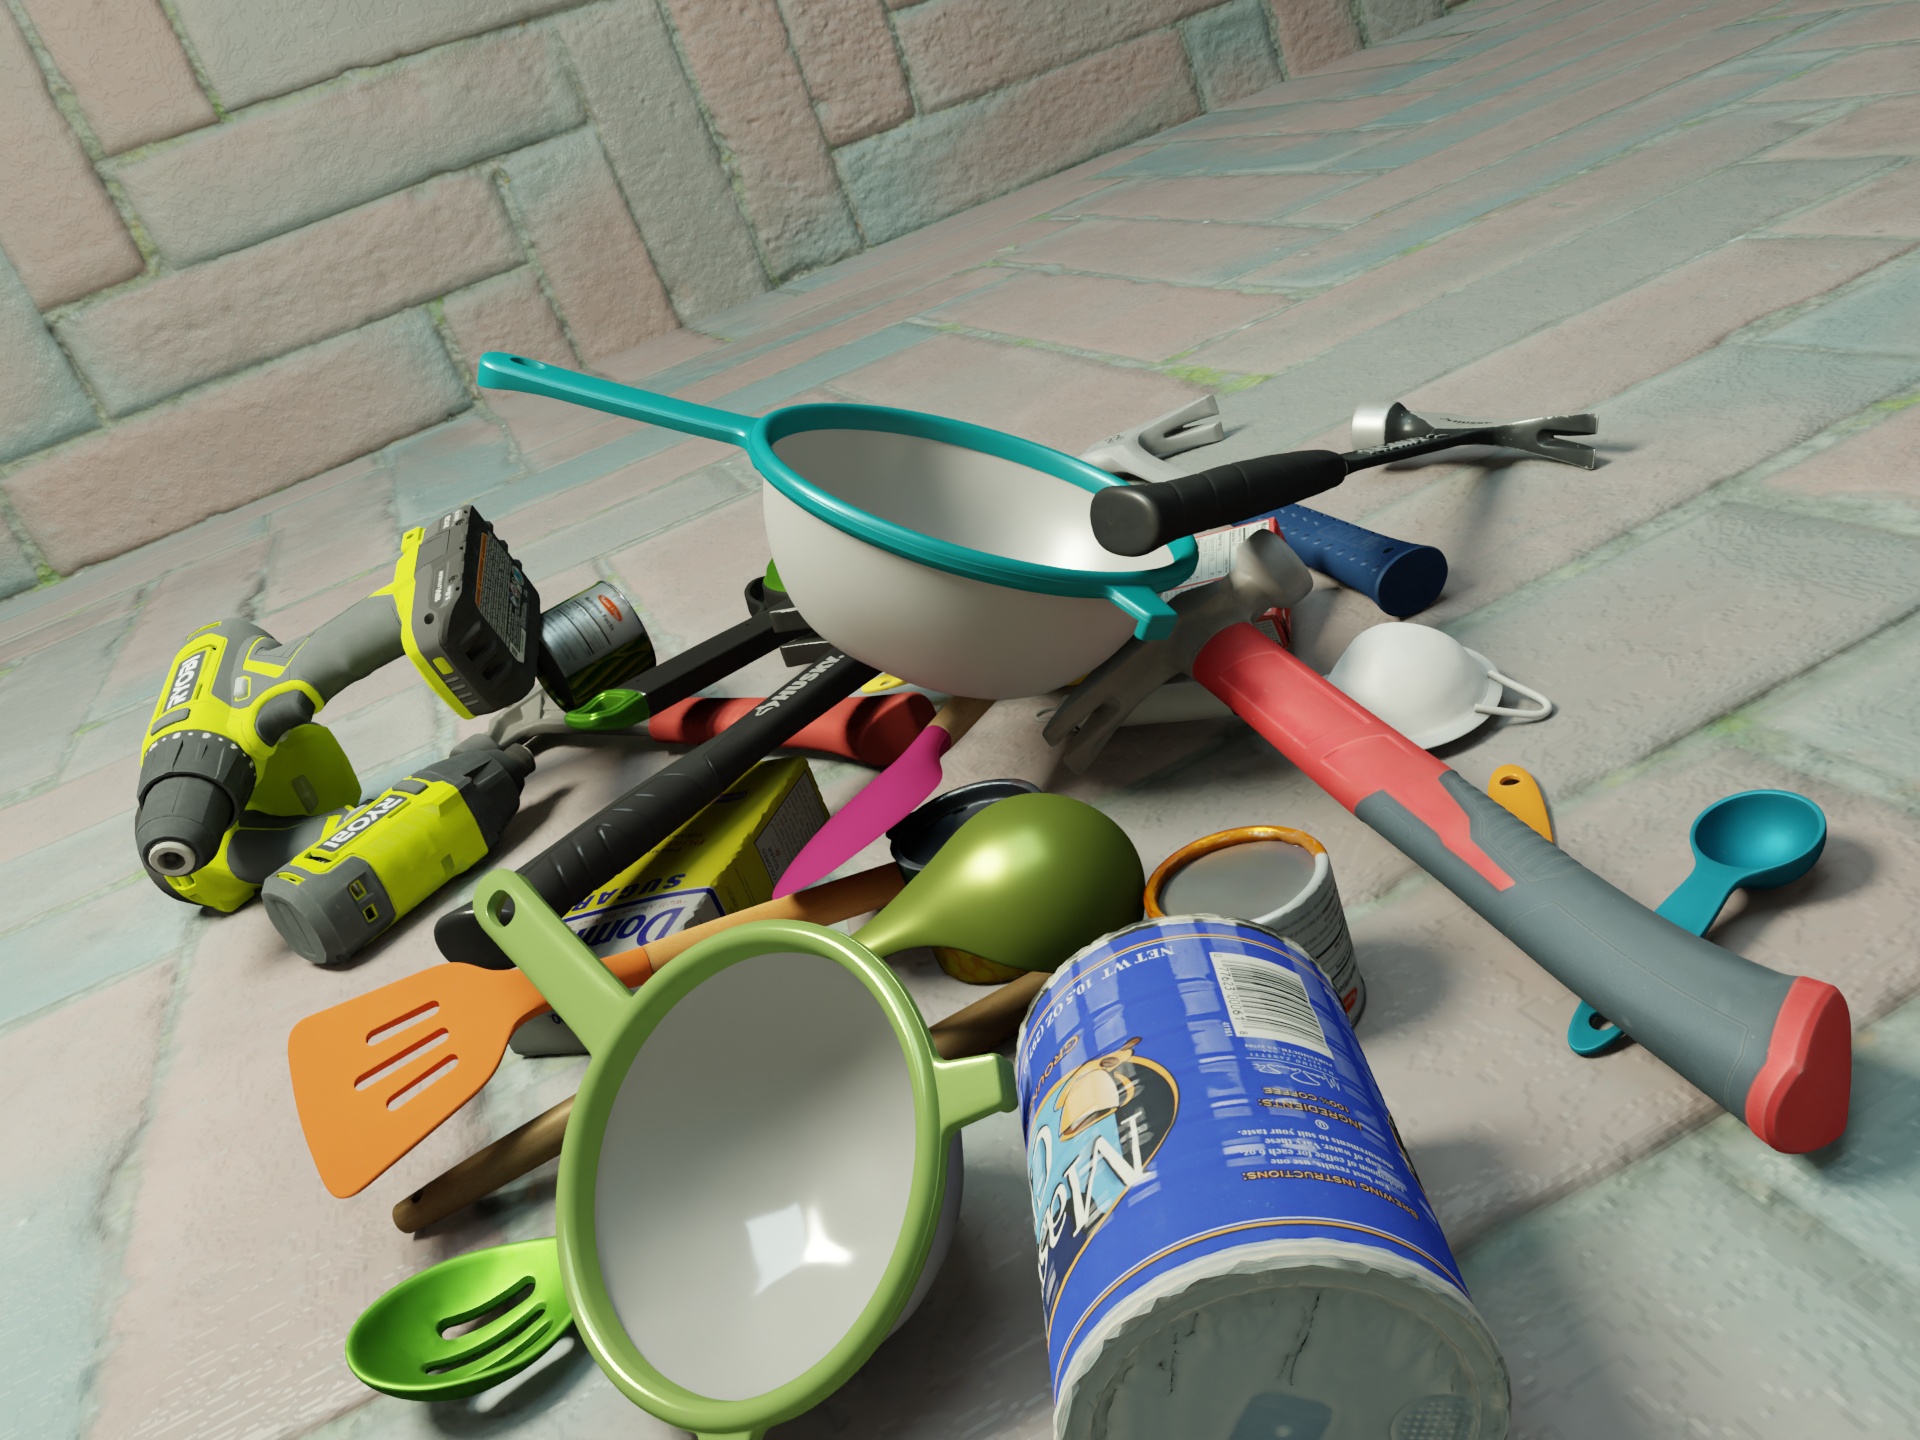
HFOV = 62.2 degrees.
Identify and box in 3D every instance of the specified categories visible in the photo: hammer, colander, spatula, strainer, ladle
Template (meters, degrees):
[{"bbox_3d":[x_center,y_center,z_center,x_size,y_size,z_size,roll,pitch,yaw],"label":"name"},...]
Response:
[{"bbox_3d":[0.193,-0.127,0.802,0.149,0.036,0.409,10,20,36],"label":"hammer"},{"bbox_3d":[-0.101,-0.107,1.000,0.204,0.094,0.397,2,24,39],"label":"colander"},{"bbox_3d":[0.154,0.039,0.588,0.143,0.038,0.387,-41,30,2],"label":"hammer"},{"bbox_3d":[-0.106,0.097,0.655,0.322,0.041,0.081,-16,52,-25],"label":"spatula"},{"bbox_3d":[-0.065,-0.086,0.741,0.340,0.095,0.211,15,24,1],"label":"strainer"},{"bbox_3d":[-0.076,0.121,0.596,0.320,0.062,0.078,-31,36,11],"label":"ladle"},{"bbox_3d":[-0.085,0.123,0.538,0.257,0.069,0.151,32,90,42],"label":"strainer"},{"bbox_3d":[-0.153,-0.005,0.963,0.359,0.036,0.149,0,31,40],"label":"hammer"},{"bbox_3d":[0.141,-0.013,0.748,0.258,0.050,0.087,-6,32,37],"label":"strainer"},{"bbox_3d":[-0.119,0.018,0.774,0.146,0.035,0.335,3,29,36],"label":"hammer"},{"bbox_3d":[0.174,-0.137,0.983,0.144,0.035,0.406,-25,24,-9],"label":"hammer"}]

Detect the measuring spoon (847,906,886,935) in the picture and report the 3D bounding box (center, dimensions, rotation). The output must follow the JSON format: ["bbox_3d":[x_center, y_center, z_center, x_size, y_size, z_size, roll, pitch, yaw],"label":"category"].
[{"bbox_3d":[-0.056,0.105,0.674,0.034,0.018,0.124,-4,30,32],"label":"measuring spoon"}]

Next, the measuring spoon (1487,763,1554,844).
[{"bbox_3d":[0.213,0.044,0.600,0.021,0.011,0.117,-13,25,17],"label":"measuring spoon"}]

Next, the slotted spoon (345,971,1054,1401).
[{"bbox_3d":[-0.063,0.152,0.572,0.314,0.031,0.070,-27,25,-18],"label":"slotted spoon"}]

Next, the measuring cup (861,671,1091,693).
[{"bbox_3d":[0.020,-0.029,0.890,0.156,0.029,0.062,-15,24,17],"label":"measuring cup"}]

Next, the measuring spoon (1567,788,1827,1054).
[{"bbox_3d":[0.241,0.070,0.525,0.128,0.021,0.042,-41,29,-21],"label":"measuring spoon"}]

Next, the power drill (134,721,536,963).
[{"bbox_3d":[-0.373,0.061,0.954,0.223,0.080,0.171,5,35,38],"label":"power drill"}]

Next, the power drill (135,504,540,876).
[{"bbox_3d":[-0.360,-0.016,0.905,0.228,0.080,0.191,-24,38,7],"label":"power drill"}]

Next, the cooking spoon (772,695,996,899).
[{"bbox_3d":[-0.001,-0.002,0.755,0.069,0.017,0.319,-28,10,34],"label":"cooking spoon"}]
